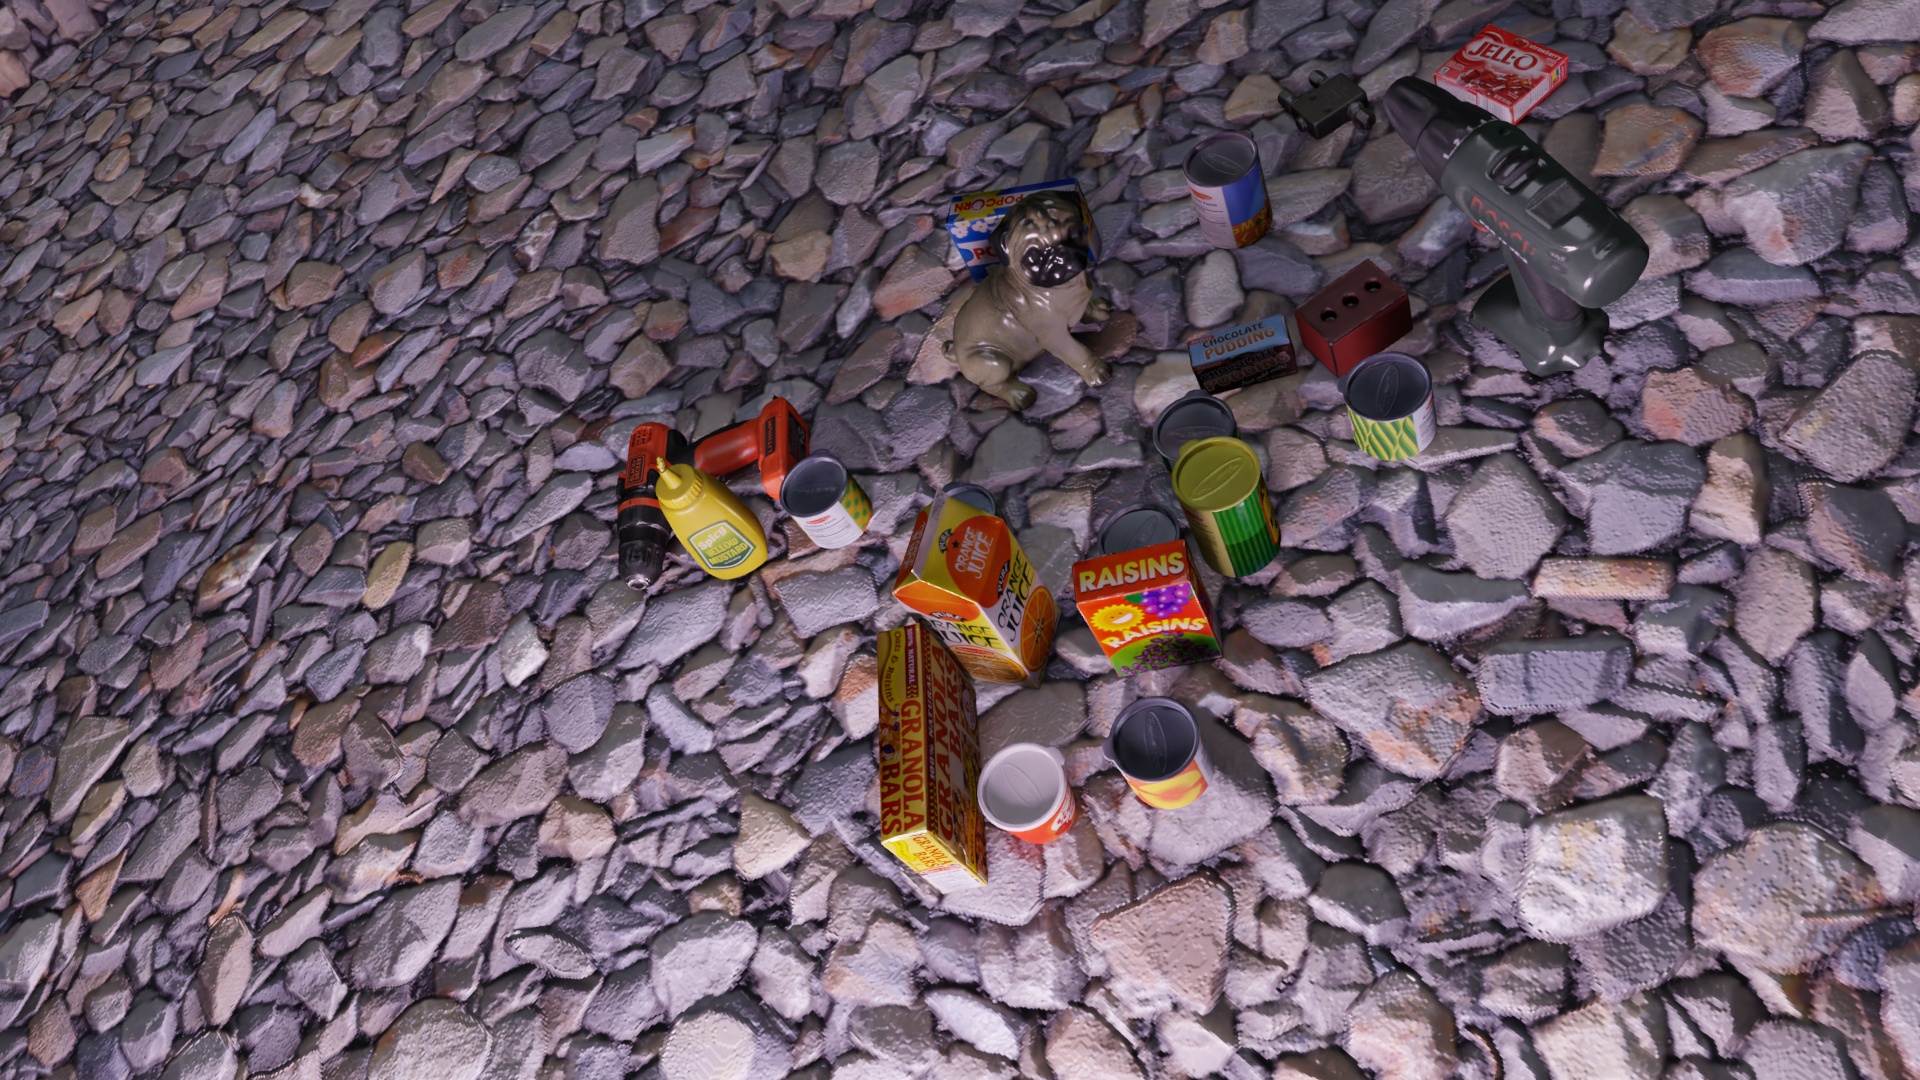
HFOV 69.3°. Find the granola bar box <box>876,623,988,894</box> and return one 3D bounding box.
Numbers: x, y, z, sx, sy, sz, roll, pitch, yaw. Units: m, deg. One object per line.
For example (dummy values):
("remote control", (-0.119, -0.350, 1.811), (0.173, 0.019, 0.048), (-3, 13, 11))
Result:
("granola bar box", (-0.020, 0.162, 1.031), (0.039, 0.123, 0.166), (-14, 55, 15))

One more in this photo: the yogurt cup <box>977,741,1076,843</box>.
("yogurt cup", (0.052, 0.190, 1.026), (0.072, 0.053, 0.073), (-11, 56, 17))

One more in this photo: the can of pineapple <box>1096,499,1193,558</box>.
("can of pineapple", (0.148, 0.011, 1.095), (0.071, 0.057, 0.071), (-11, 56, 17))

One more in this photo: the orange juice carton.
("orange juice carton", (0.009, 0.038, 1.054), (0.073, 0.192, 0.072), (5, 62, 26))

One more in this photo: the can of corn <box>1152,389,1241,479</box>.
("can of corn", (0.196, -0.078, 1.131), (0.071, 0.058, 0.071), (-11, 56, 17))

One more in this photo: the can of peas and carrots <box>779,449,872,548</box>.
("can of peas and carrots", (-0.119, -0.036, 1.240), (0.071, 0.058, 0.071), (-11, 56, 17))

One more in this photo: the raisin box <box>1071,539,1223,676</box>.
("raisin box", (0.141, 0.052, 1.032), (0.086, 0.123, 0.040), (-12, 56, 16))

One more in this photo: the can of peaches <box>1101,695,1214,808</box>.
("can of peaches", (0.144, 0.155, 1.006), (0.071, 0.058, 0.071), (-11, 56, 17))

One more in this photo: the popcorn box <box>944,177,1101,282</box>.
("popcorn box", (0.061, -0.290, 1.307), (0.126, 0.085, 0.038), (-4, 59, 21))

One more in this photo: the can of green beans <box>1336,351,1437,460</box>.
("can of green beans", (0.337, -0.105, 1.088), (0.071, 0.057, 0.071), (-11, 56, 17))

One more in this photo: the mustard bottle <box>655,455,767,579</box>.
("mustard bottle", (-0.226, -0.024, 1.214), (0.065, 0.159, 0.049), (-27, 53, 6))

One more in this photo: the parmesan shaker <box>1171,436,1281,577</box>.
("parmesan shaker", (0.205, -0.026, 1.067), (0.071, 0.102, 0.071), (-11, 56, 17))

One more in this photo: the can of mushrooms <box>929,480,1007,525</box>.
("can of mushrooms", (0.004, -0.015, 1.189), (0.071, 0.033, 0.071), (-11, 56, 17))

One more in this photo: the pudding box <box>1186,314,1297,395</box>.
("pudding box", (0.237, -0.155, 1.168), (0.083, 0.049, 0.030), (-14, 55, 15))

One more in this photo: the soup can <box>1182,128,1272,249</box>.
("soup can", (0.243, -0.315, 1.245), (0.071, 0.083, 0.071), (-11, 56, 17))
